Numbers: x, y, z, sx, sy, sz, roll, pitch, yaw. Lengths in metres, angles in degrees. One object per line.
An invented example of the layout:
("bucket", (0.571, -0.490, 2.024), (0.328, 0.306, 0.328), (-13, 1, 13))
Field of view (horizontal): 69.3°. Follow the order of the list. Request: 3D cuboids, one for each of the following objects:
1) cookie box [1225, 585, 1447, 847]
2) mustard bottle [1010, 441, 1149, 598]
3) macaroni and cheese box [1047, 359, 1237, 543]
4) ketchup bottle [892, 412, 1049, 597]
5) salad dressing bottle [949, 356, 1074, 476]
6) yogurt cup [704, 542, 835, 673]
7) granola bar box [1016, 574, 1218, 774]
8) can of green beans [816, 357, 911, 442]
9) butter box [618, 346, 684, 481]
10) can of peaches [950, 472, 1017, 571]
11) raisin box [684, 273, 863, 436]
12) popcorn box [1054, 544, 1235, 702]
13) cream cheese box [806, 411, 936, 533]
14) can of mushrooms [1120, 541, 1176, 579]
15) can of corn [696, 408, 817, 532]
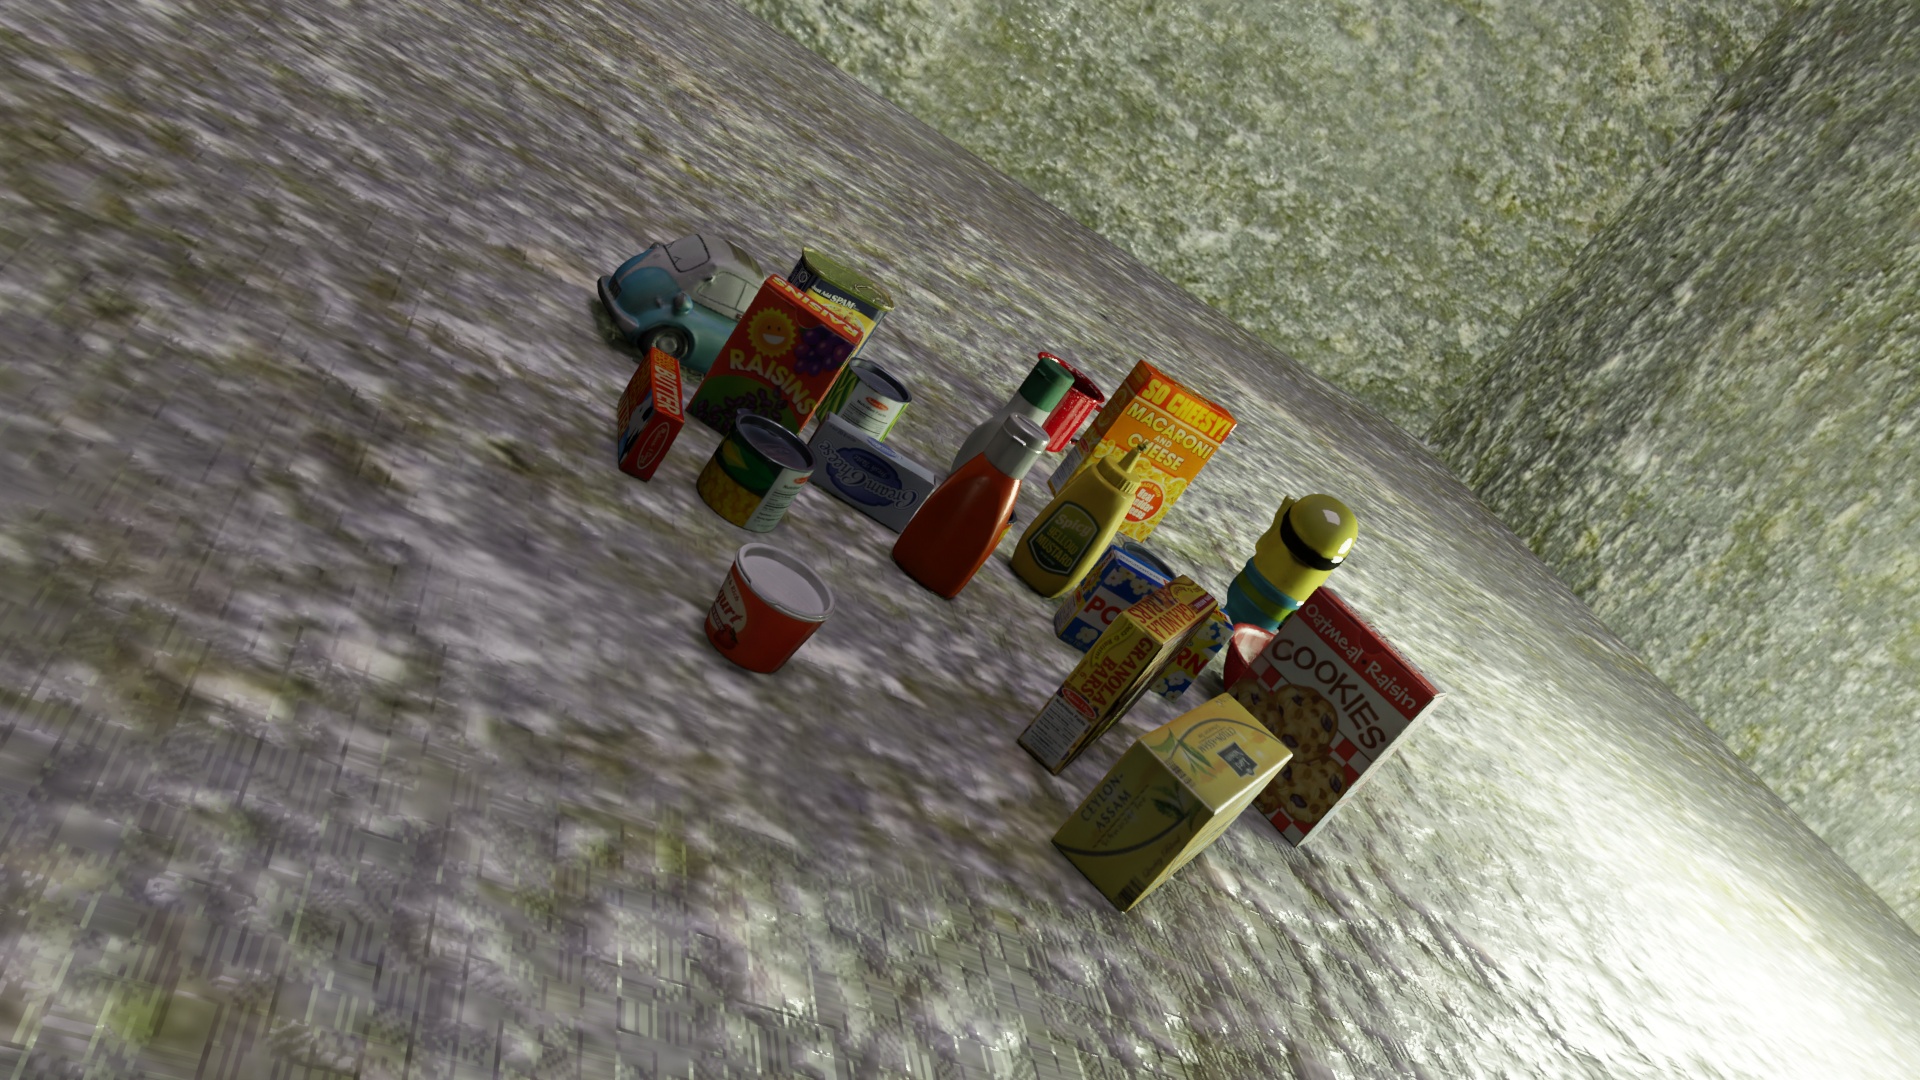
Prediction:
("cookie box", (0.280, 0.138, 1.098), (0.123, 0.167, 0.040), (47, 22, 26))
("mustard bottle", (0.109, -0.025, 1.190), (0.065, 0.159, 0.049), (39, 20, 8))
("macaroni and cheese box", (0.189, -0.092, 1.456), (0.123, 0.166, 0.040), (26, 23, -27))
("ketchup bottle", (0.012, -0.029, 1.062), (0.065, 0.148, 0.044), (37, 20, 3))
("salad dressing bottle", (0.048, -0.099, 1.274), (0.044, 0.147, 0.064), (9, 33, -52))
("yogurt cup", (-0.117, 0.043, 0.837), (0.072, 0.053, 0.073), (31, 21, -13))
("granola bar box", (0.118, 0.093, 1.001), (0.039, 0.123, 0.166), (41, 21, 13))
("can of green beans", (-0.086, -0.120, 1.234), (0.071, 0.057, 0.071), (31, 21, -13))
("butter box", (-0.216, -0.090, 0.967), (0.024, 0.053, 0.104), (26, 23, -27))
("can of peaches", (0.004, -0.014, 1.148), (0.071, 0.058, 0.071), (31, 21, -13))
("raisin box", (-0.143, -0.130, 1.071), (0.086, 0.123, 0.040), (34, 20, -7))
("popcorn box", (0.153, 0.070, 1.164), (0.126, 0.085, 0.038), (30, 21, -17))
("cream cheese box", (-0.077, -0.054, 1.111), (0.104, 0.053, 0.024), (30, 21, -16))
("can of mushrooms", (0.178, 0.036, 1.350), (0.071, 0.033, 0.071), (31, 21, -13))
("can of corn", (-0.146, -0.050, 0.984), (0.071, 0.058, 0.071), (31, 21, -13))
